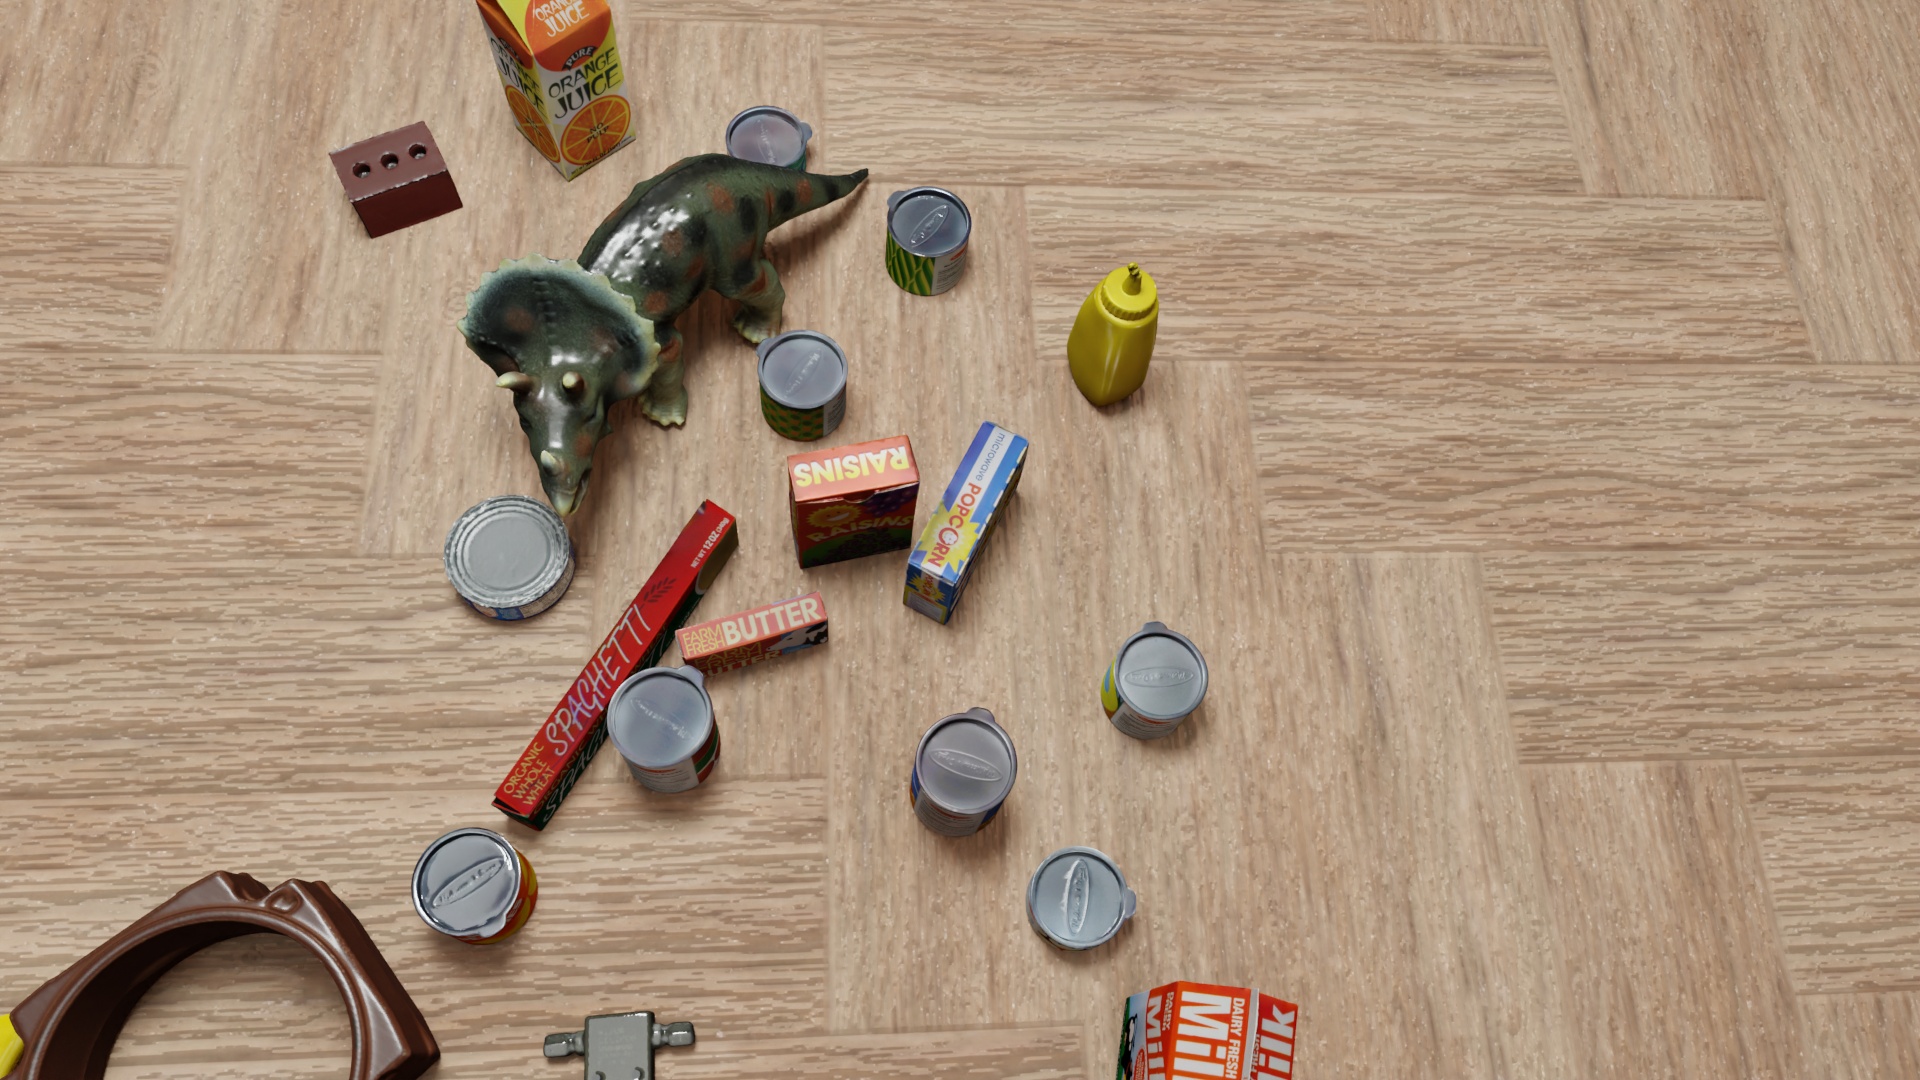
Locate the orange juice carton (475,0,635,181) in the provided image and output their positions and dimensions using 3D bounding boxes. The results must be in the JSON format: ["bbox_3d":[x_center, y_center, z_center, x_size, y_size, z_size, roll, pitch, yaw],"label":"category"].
[{"bbox_3d":[-0.309,-0.372,1.060,0.072,0.192,0.073,-40,77,-19],"label":"orange juice carton"}]

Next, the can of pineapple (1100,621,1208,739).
[{"bbox_3d":[0.136,0.100,0.979,0.071,0.057,0.071,2,67,-5],"label":"can of pineapple"}]

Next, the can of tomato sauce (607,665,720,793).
[{"bbox_3d":[-0.194,0.125,0.922,0.071,0.082,0.071,2,67,-5],"label":"can of tomato sauce"}]

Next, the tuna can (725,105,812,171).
[{"bbox_3d":[-0.156,-0.321,1.140,0.071,0.032,0.071,2,67,-5],"label":"tuna can"}]

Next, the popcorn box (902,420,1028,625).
[{"bbox_3d":[0.004,-0.013,0.998,0.038,0.085,0.127,26,67,5],"label":"popcorn box"}]

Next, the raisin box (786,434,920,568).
[{"bbox_3d":[-0.077,-0.025,0.975,0.086,0.123,0.040,-10,69,-10],"label":"raisin box"}]

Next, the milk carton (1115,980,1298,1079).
[{"bbox_3d":[0.146,0.307,0.821,0.073,0.189,0.072,12,67,-1],"label":"milk carton"}]

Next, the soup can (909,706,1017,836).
[{"bbox_3d":[0.001,0.156,0.928,0.071,0.083,0.071,2,67,-5],"label":"soup can"}]

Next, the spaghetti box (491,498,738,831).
[{"bbox_3d":[-0.231,0.084,0.953,0.029,0.050,0.251,29,68,6],"label":"spaghetti box"}]

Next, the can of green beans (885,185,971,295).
[{"bbox_3d":[-0.027,-0.238,1.105,0.071,0.057,0.071,2,67,-5],"label":"can of green beans"}]

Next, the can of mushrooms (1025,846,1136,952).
[{"bbox_3d":[0.079,0.240,0.927,0.071,0.033,0.071,2,67,-5],"label":"can of mushrooms"}]

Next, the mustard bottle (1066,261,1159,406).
[{"bbox_3d":[0.118,-0.159,1.030,0.049,0.159,0.065,-25,72,-15],"label":"mustard bottle"}]

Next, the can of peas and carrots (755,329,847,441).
[{"bbox_3d":[-0.120,-0.117,1.044,0.071,0.058,0.071,2,67,-5],"label":"can of peas and carrots"}]

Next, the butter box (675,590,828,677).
[{"bbox_3d":[-0.144,0.067,0.968,0.104,0.053,0.024,-16,70,-12],"label":"butter box"}]

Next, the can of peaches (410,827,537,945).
[{"bbox_3d":[-0.306,0.223,0.883,0.071,0.057,0.071,2,67,-5],"label":"can of peaches"}]
